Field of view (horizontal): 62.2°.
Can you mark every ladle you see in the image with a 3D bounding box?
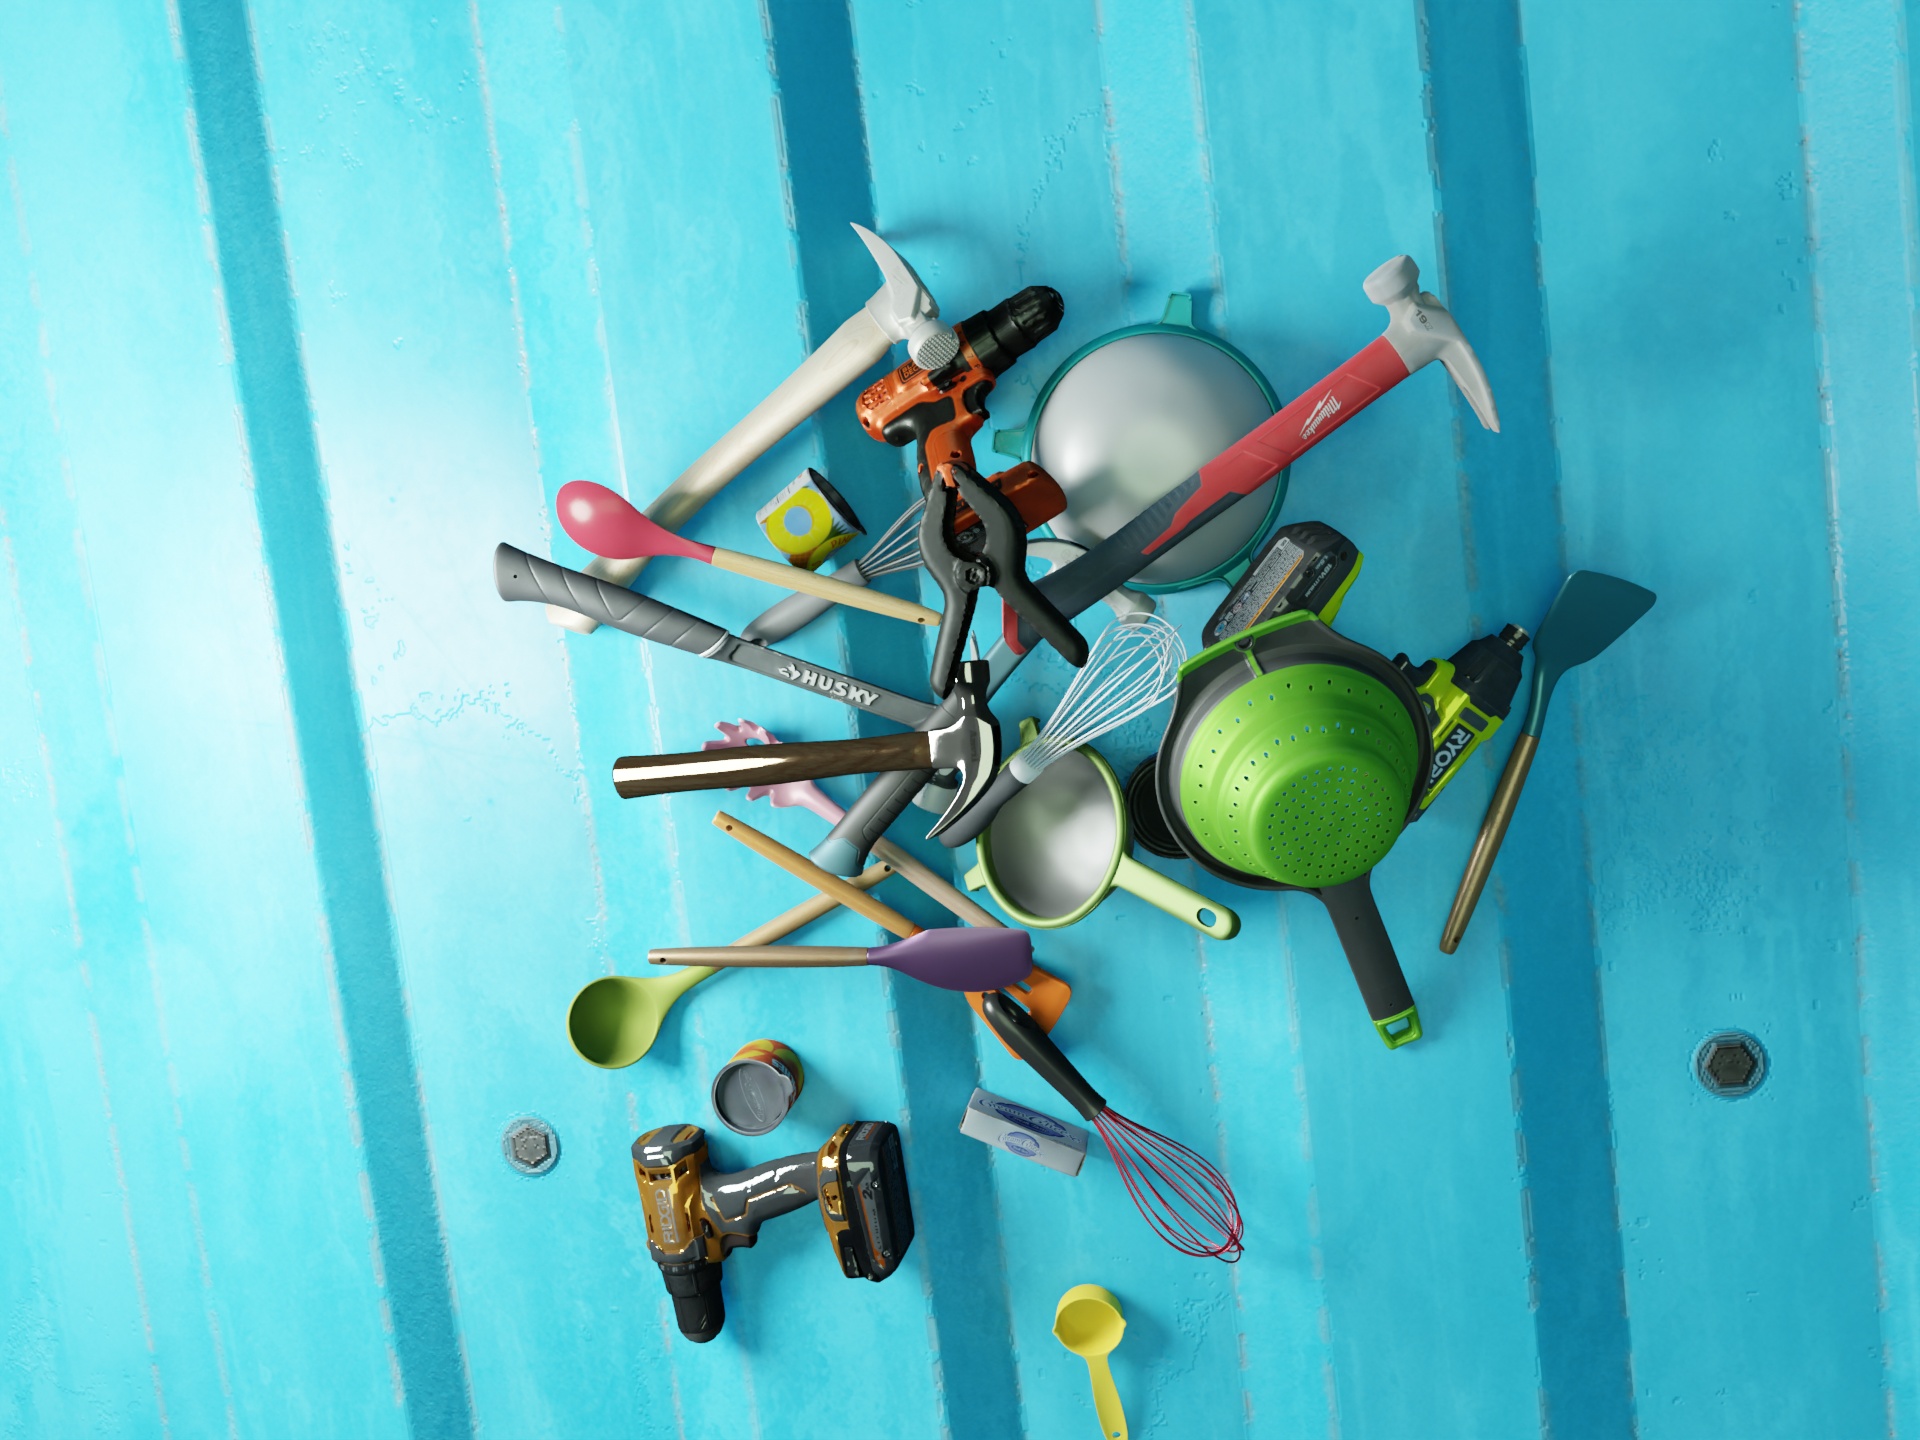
[{"bbox_3d":[-0.167,-0.121,1.239,0.315,0.031,0.069,16,136,-2],"label":"ladle"},{"bbox_3d":[-0.186,0.194,1.324,0.320,0.062,0.078,-29,93,8],"label":"ladle"}]

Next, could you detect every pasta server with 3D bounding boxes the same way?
[{"bbox_3d":[-0.073,0.100,1.293,0.316,0.040,0.060,35,101,8],"label":"pasta server"}]

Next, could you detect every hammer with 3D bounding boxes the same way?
[{"bbox_3d":[-0.125,0.035,1.239,0.331,0.031,0.130,-6,91,22],"label":"hammer"},{"bbox_3d":[0.197,-0.159,1.149,0.386,0.038,0.143,-36,105,8],"label":"hammer"},{"bbox_3d":[-0.002,-0.004,1.237,0.128,0.033,0.331,39,102,-6],"label":"hammer"},{"bbox_3d":[-0.175,-0.059,1.266,0.409,0.036,0.149,20,105,-3],"label":"hammer"},{"bbox_3d":[-0.187,-0.217,1.270,0.410,0.038,0.146,-39,60,16],"label":"hammer"}]

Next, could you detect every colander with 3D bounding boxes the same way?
[{"bbox_3d":[0.280,0.115,1.159,0.204,0.095,0.396,-24,116,6],"label":"colander"}]

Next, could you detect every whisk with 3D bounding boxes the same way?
[{"bbox_3d":[0.123,0.328,1.282,0.073,0.073,0.296,-44,92,10],"label":"whisk"},{"bbox_3d":[0.071,0.016,1.202,0.070,0.070,0.284,46,125,1],"label":"whisk"},{"bbox_3d":[-0.078,-0.118,1.279,0.239,0.055,0.055,-29,92,15],"label":"whisk"}]

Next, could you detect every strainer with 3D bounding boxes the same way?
[{"bbox_3d":[0.185,-0.148,1.210,0.211,0.095,0.340,-37,89,10],"label":"strainer"},{"bbox_3d":[0.123,0.107,1.219,0.257,0.069,0.151,26,101,41],"label":"strainer"}]

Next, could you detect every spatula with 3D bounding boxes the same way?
[{"bbox_3d":[-0.099,0.193,1.288,0.316,0.018,0.059,-1,111,7],"label":"spatula"},{"bbox_3d":[0.434,0.038,1.222,0.082,0.044,0.317,13,101,-21],"label":"spatula"},{"bbox_3d":[-0.061,0.163,1.293,0.322,0.041,0.081,31,106,-8],"label":"spatula"}]

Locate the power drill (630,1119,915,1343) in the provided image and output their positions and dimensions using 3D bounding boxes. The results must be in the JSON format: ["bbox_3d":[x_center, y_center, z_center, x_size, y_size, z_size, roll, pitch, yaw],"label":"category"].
[{"bbox_3d":[-0.157,0.429,1.336,0.226,0.084,0.185,-7,96,13],"label":"power drill"}]

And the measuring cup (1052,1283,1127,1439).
[{"bbox_3d":[0.119,0.544,1.341,0.062,0.029,0.156,-11,107,9],"label":"measuring cup"}]

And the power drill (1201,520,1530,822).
[{"bbox_3d":[0.308,-0.044,1.188,0.223,0.080,0.171,32,101,-20],"label":"power drill"}]
